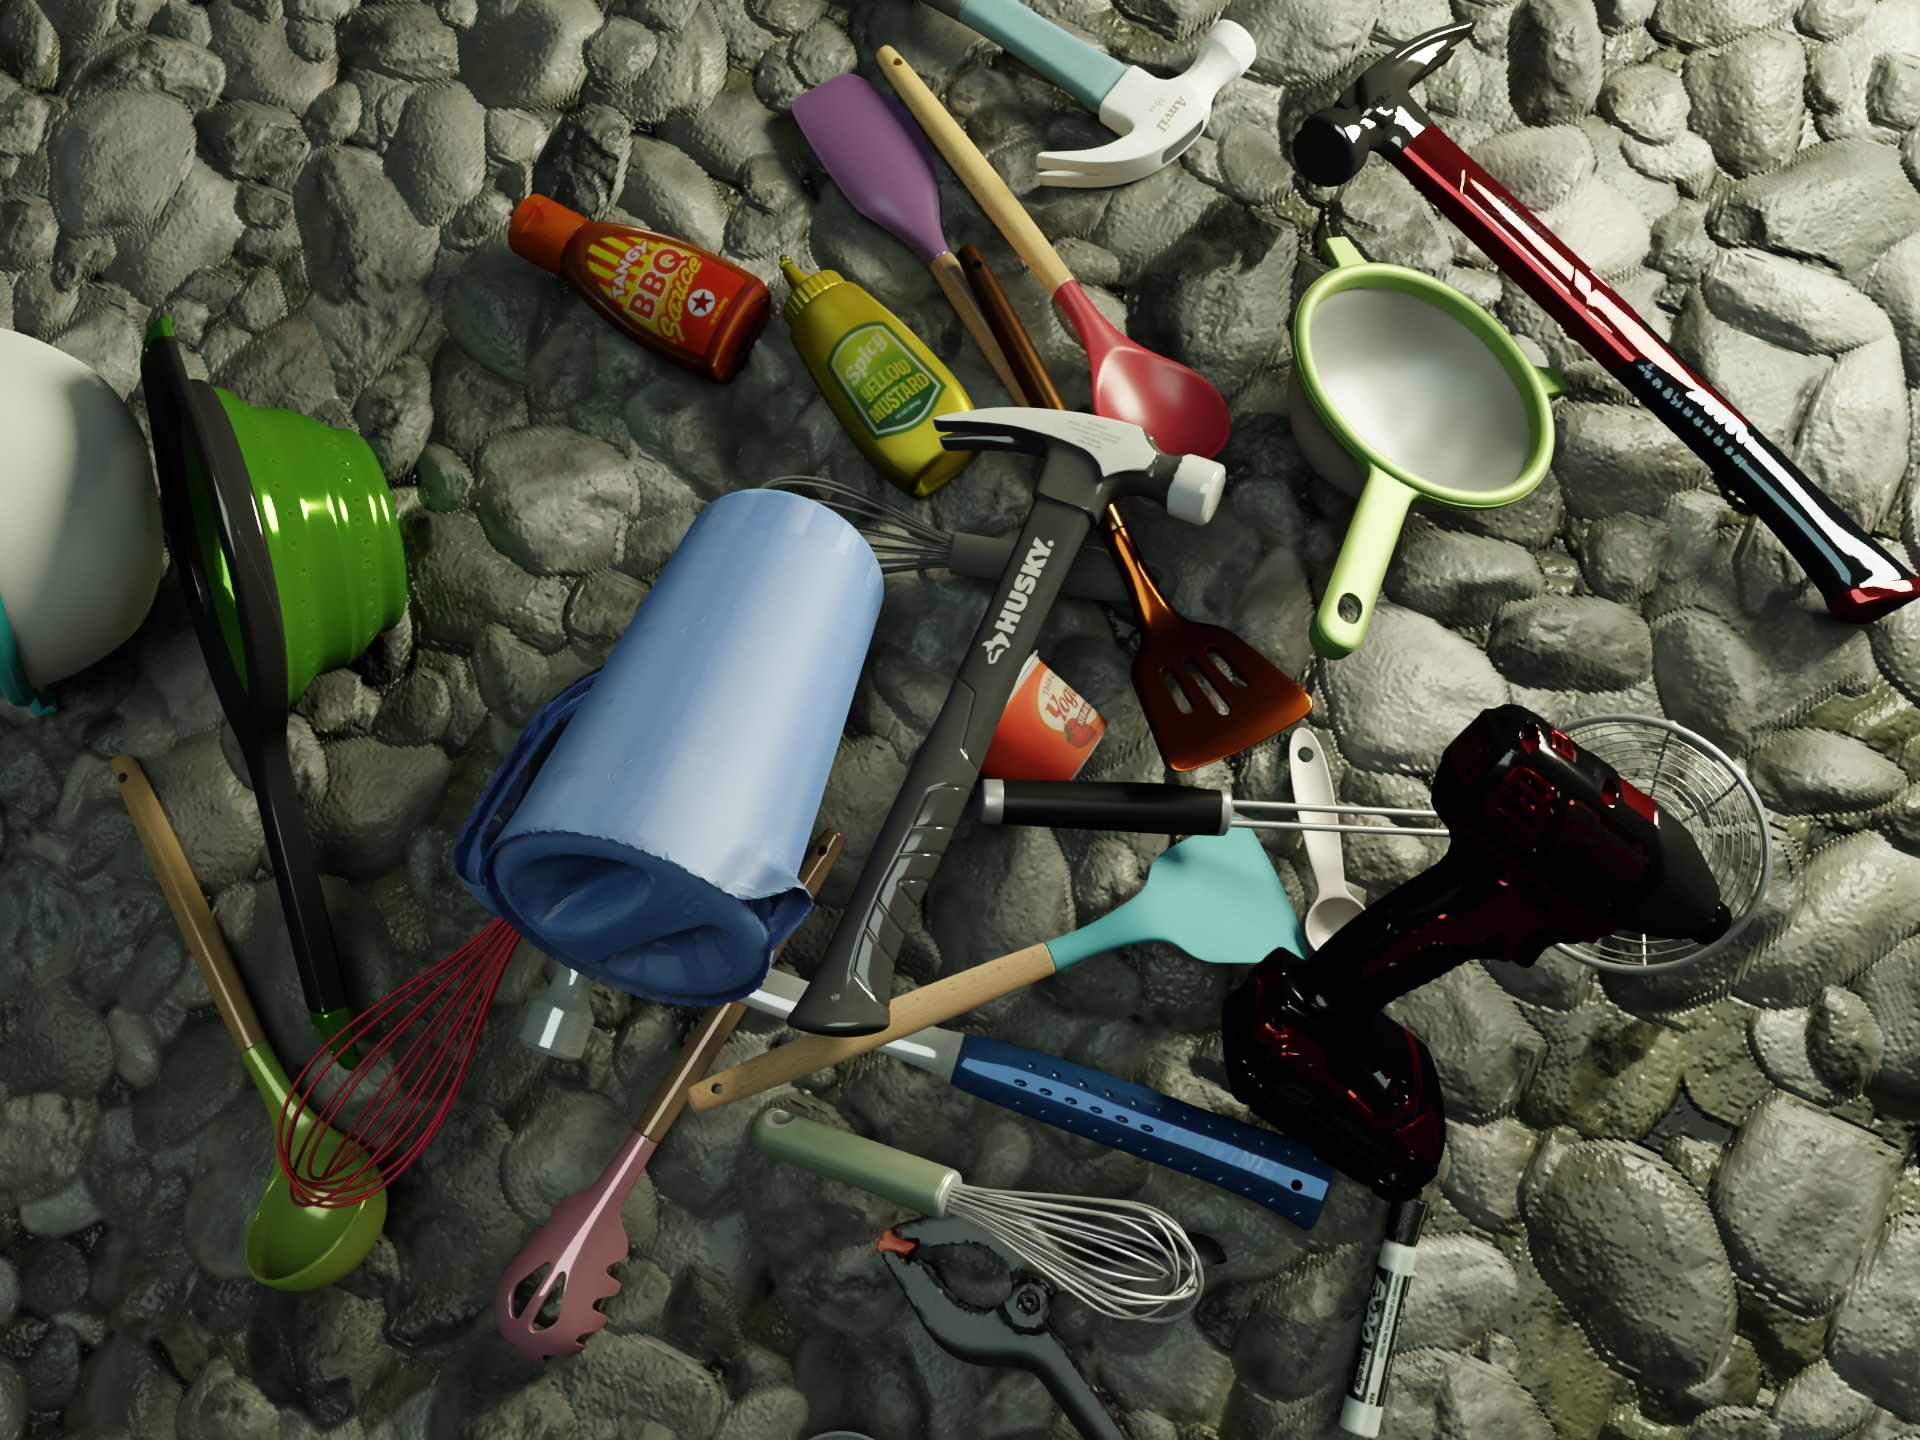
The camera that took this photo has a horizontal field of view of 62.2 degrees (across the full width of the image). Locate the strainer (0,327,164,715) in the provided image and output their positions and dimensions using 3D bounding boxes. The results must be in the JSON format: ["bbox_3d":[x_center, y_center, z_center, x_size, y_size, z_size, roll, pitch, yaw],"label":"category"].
[{"bbox_3d":[-0.454,-0.130,0.794,0.095,0.340,0.211,-13,86,-28],"label":"strainer"}]

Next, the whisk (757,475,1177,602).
[{"bbox_3d":[-0.002,-0.092,0.856,0.239,0.055,0.055,9,82,3],"label":"whisk"}]

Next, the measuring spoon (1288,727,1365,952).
[{"bbox_3d":[0.187,0.065,0.828,0.034,0.018,0.124,-6,74,-2],"label":"measuring spoon"}]

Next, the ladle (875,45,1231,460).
[{"bbox_3d":[0.042,-0.259,0.883,0.069,0.031,0.315,-30,77,-20],"label":"ladle"}]

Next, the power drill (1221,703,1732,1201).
[{"bbox_3d":[0.233,0.110,0.729,0.143,0.079,0.219,34,114,-7],"label":"power drill"}]

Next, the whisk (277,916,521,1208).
[{"bbox_3d":[-0.245,0.121,0.822,0.073,0.073,0.296,33,72,10],"label":"whisk"}]

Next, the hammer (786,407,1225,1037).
[{"bbox_3d":[-0.001,-0.002,0.772,0.146,0.035,0.335,22,78,15],"label":"hammer"}]

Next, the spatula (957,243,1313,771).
[{"bbox_3d":[0.071,-0.122,0.827,0.081,0.041,0.323,-24,75,-7],"label":"spatula"}]

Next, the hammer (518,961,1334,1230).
[{"bbox_3d":[-0.010,0.162,0.805,0.405,0.035,0.144,19,80,4],"label":"hammer"}]

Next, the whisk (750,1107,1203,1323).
[{"bbox_3d":[0.002,0.236,0.780,0.246,0.058,0.059,12,108,25],"label":"whisk"}]

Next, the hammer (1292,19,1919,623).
[{"bbox_3d":[0.352,-0.205,0.828,0.386,0.038,0.143,46,63,5],"label":"hammer"}]

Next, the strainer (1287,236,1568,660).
[{"bbox_3d":[0.204,-0.117,0.792,0.151,0.069,0.256,30,57,-5],"label":"strainer"}]

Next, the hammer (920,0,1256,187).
[{"bbox_3d":[-0.003,-0.419,0.910,0.331,0.033,0.128,37,86,10],"label":"hammer"}]

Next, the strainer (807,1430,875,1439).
[{"bbox_3d":[-0.118,0.408,0.793,0.258,0.050,0.087,-12,74,10],"label":"strainer"}]

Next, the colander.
[{"bbox_3d":[-0.339,-0.015,0.851,0.094,0.204,0.397,-15,97,-31],"label":"colander"}]

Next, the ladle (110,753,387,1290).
[{"bbox_3d":[-0.396,0.153,0.852,0.078,0.062,0.320,-32,77,2],"label":"ladle"}]

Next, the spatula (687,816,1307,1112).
[{"bbox_3d":[0.020,0.130,0.782,0.317,0.044,0.082,-20,71,-9],"label":"spatula"}]

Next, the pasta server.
[{"bbox_3d":[-0.148,0.194,0.836,0.060,0.040,0.316,31,82,9],"label":"pasta server"}]

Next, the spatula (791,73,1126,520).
[{"bbox_3d":[0.004,-0.238,0.888,0.060,0.018,0.316,-30,79,-9],"label":"spatula"}]

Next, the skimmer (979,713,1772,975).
[{"bbox_3d":[0.193,0.053,0.767,0.363,0.090,0.127,3,99,-3],"label":"skimmer"}]
